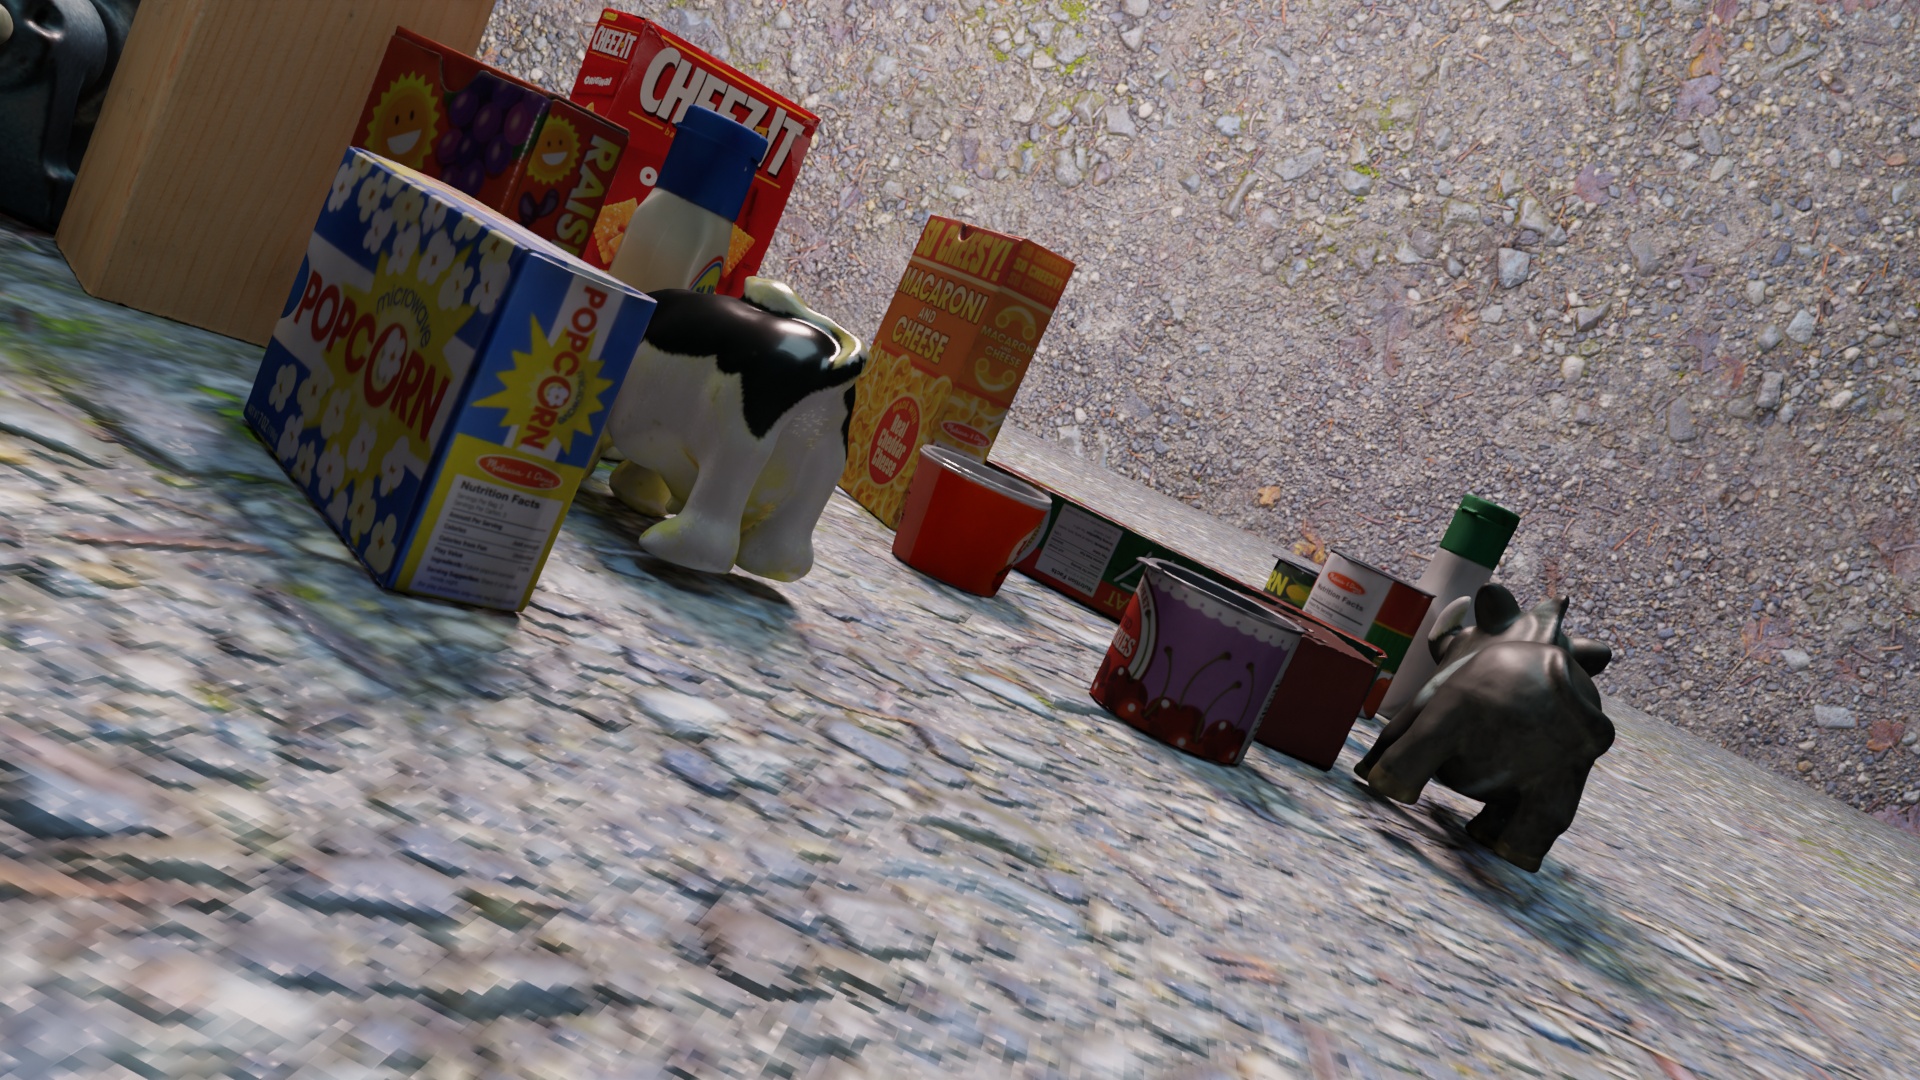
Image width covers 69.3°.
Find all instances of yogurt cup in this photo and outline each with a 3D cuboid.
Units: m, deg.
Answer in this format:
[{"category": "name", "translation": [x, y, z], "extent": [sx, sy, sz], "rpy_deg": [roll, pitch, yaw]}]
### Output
[{"category": "yogurt cup", "translation": [0.002, -0.008, 0.660], "extent": [0.072, 0.054, 0.072], "rpy_deg": [24, 7, -3]}]

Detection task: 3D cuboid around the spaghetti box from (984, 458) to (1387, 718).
[{"category": "spaghetti box", "translation": [0.107, 0.027, 0.757], "extent": [0.250, 0.050, 0.029], "rpy_deg": [27, 8, 23]}]

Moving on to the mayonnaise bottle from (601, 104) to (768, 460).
[{"category": "mayonnaise bottle", "translation": [-0.126, -0.107, 0.587], "extent": [0.041, 0.148, 0.065], "rpy_deg": [24, 7, 1]}]

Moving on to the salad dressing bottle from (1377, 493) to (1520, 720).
[{"category": "salad dressing bottle", "translation": [0.302, 0.044, 0.872], "extent": [0.044, 0.147, 0.064], "rpy_deg": [20, 8, -33]}]

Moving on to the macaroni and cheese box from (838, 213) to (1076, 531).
[{"category": "macaroni and cheese box", "translation": [-0.013, -0.094, 0.775], "extent": [0.040, 0.166, 0.124], "rpy_deg": [20, 8, -30]}]

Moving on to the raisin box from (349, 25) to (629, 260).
[{"category": "raisin box", "translation": [-0.172, -0.097, 0.462], "extent": [0.086, 0.123, 0.040], "rpy_deg": [28, 8, 29]}]

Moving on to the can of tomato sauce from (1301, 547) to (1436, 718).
[{"category": "can of tomato sauce", "translation": [0.236, 0.056, 0.833], "extent": [0.071, 0.083, 0.071], "rpy_deg": [24, 7, -3]}]

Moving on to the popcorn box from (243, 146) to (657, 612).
[{"category": "popcorn box", "translation": [-0.138, -0.046, 0.362], "extent": [0.038, 0.085, 0.127], "rpy_deg": [17, 10, -46]}]

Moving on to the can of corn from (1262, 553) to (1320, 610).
[{"category": "can of corn", "translation": [0.243, 0.050, 0.991], "extent": [0.071, 0.058, 0.071], "rpy_deg": [24, 7, -3]}]

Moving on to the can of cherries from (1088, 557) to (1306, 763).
[{"category": "can of cherries", "translation": [0.089, 0.045, 0.540], "extent": [0.071, 0.058, 0.071], "rpy_deg": [24, 7, -3]}]
